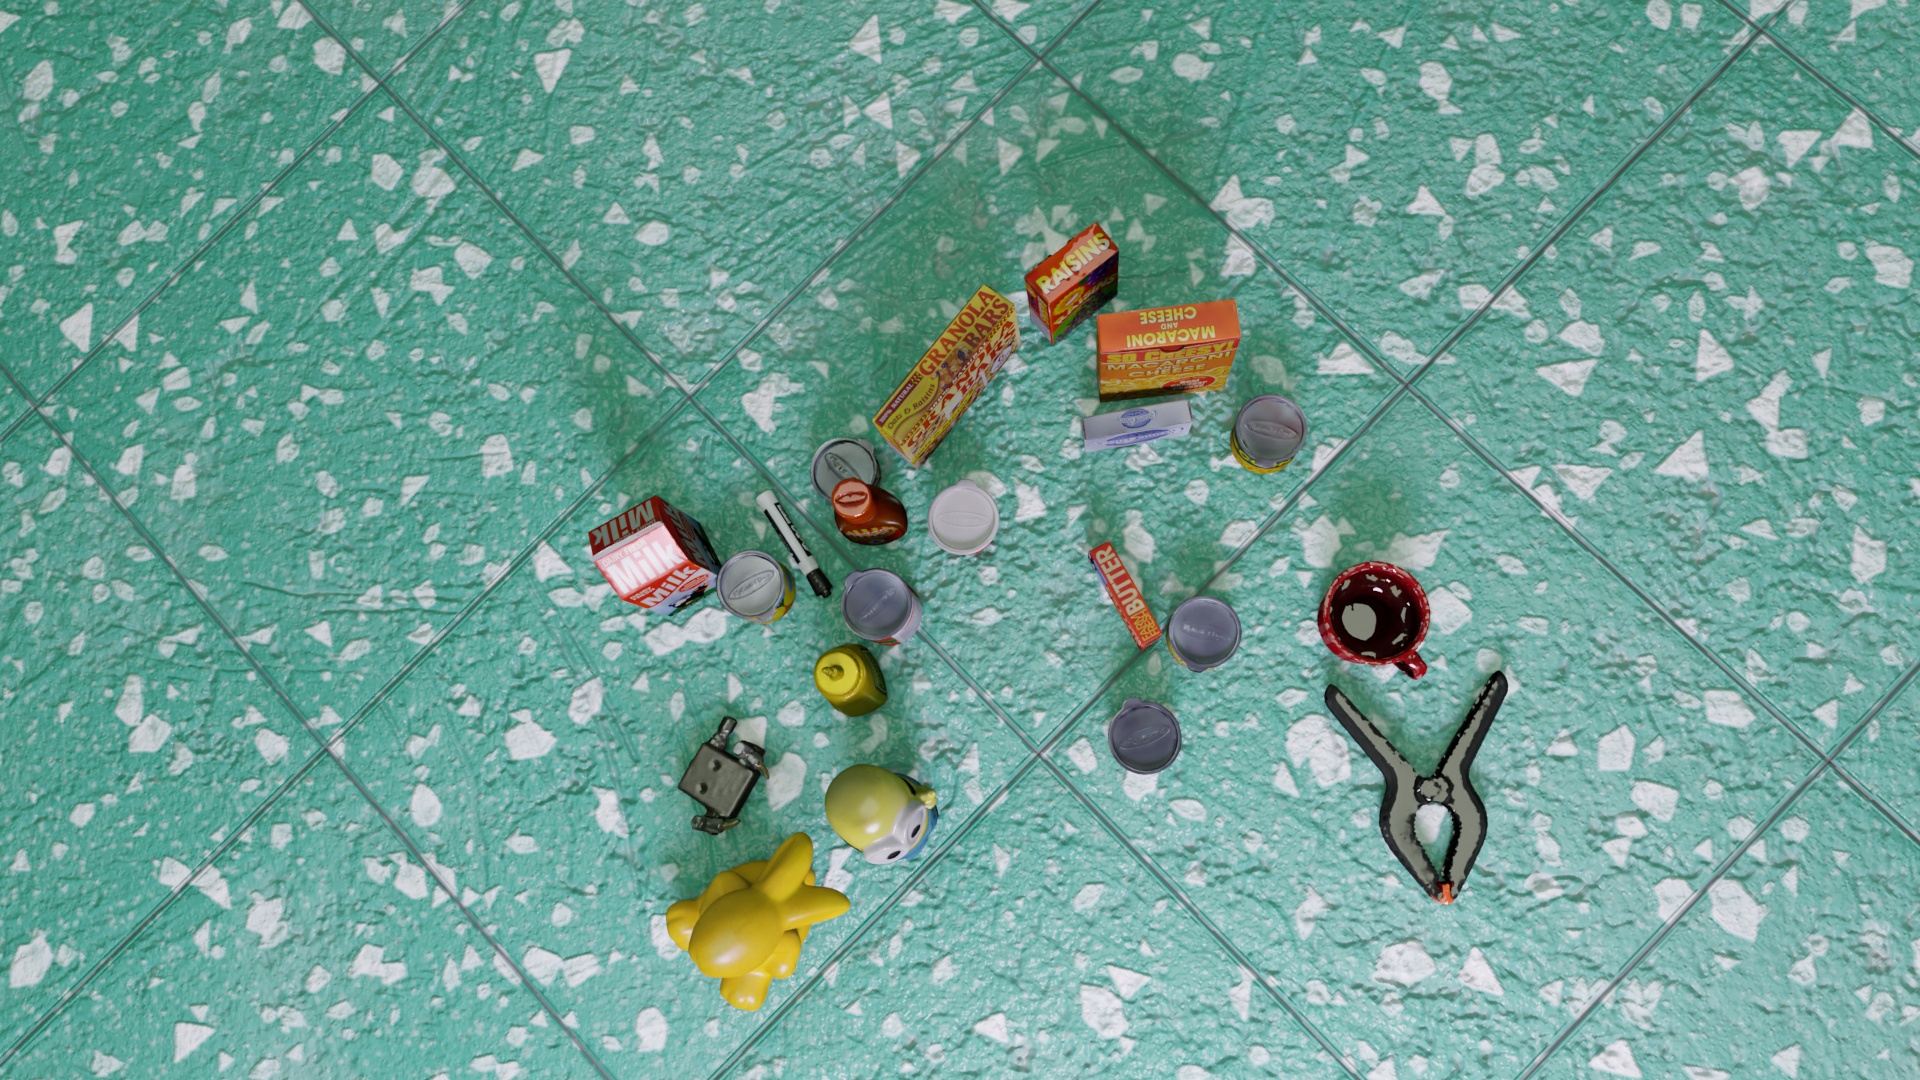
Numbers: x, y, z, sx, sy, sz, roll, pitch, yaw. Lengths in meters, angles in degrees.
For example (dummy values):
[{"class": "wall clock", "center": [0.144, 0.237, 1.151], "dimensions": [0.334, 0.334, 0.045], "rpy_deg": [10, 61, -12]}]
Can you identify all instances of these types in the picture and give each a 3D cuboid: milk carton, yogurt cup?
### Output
[{"class": "milk carton", "center": [-0.280, 0.014, 1.282], "dimensions": [0.072, 0.190, 0.073], "rpy_deg": [-29, 80, 1]}, {"class": "yogurt cup", "center": [0.005, -0.017, 1.329], "dimensions": [0.072, 0.054, 0.072], "rpy_deg": [-1, 81, 5]}]

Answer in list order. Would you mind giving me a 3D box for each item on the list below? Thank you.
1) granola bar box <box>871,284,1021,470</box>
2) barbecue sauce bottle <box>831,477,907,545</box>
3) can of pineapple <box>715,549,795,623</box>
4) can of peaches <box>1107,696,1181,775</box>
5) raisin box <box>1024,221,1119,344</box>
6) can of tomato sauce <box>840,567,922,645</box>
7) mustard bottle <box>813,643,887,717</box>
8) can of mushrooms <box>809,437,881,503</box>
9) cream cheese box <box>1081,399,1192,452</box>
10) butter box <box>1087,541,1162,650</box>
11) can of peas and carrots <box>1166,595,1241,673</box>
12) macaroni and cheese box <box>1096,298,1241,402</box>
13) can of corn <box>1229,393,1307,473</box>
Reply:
[{"class": "granola bar box", "center": [-0.011, -0.153, 1.318], "dimensions": [0.039, 0.124, 0.165], "rpy_deg": [38, 86, 10]}, {"class": "barbecue sauce bottle", "center": [-0.089, -0.027, 1.292], "dimensions": [0.065, 0.148, 0.044], "rpy_deg": [-8, 81, 4]}, {"class": "can of pineapple", "center": [-0.195, 0.047, 1.336], "dimensions": [0.071, 0.058, 0.071], "rpy_deg": [-1, 81, 5]}, {"class": "can of peaches", "center": [0.168, 0.180, 1.279], "dimensions": [0.071, 0.058, 0.071], "rpy_deg": [-1, 81, 5]}, {"class": "raisin box", "center": [0.107, -0.244, 1.322], "dimensions": [0.086, 0.123, 0.040], "rpy_deg": [-37, 80, -1]}, {"class": "can of tomato sauce", "center": [-0.075, 0.063, 1.309], "dimensions": [0.071, 0.083, 0.071], "rpy_deg": [-1, 81, 5]}, {"class": "mustard bottle", "center": [-0.103, 0.125, 1.262], "dimensions": [0.049, 0.160, 0.065], "rpy_deg": [-24, 80, 2]}, {"class": "can of mushrooms", "center": [-0.110, -0.067, 1.359], "dimensions": [0.071, 0.033, 0.071], "rpy_deg": [-1, 81, 5]}, {"class": "cream cheese box", "center": [0.168, -0.110, 1.330], "dimensions": [0.104, 0.053, 0.024], "rpy_deg": [-10, 80, 4]}, {"class": "butter box", "center": [0.154, 0.052, 1.304], "dimensions": [0.024, 0.053, 0.103], "rpy_deg": [-29, 79, 1]}, {"class": "can of peas and carrots", "center": [0.224, 0.090, 1.289], "dimensions": [0.071, 0.058, 0.071], "rpy_deg": [-1, 81, 5]}, {"class": "macaroni and cheese box", "center": [0.188, -0.171, 1.281], "dimensions": [0.124, 0.166, 0.040], "rpy_deg": [-6, 81, 5]}, {"class": "can of corn", "center": [0.290, -0.097, 1.314], "dimensions": [0.071, 0.058, 0.071], "rpy_deg": [-1, 81, 5]}]
